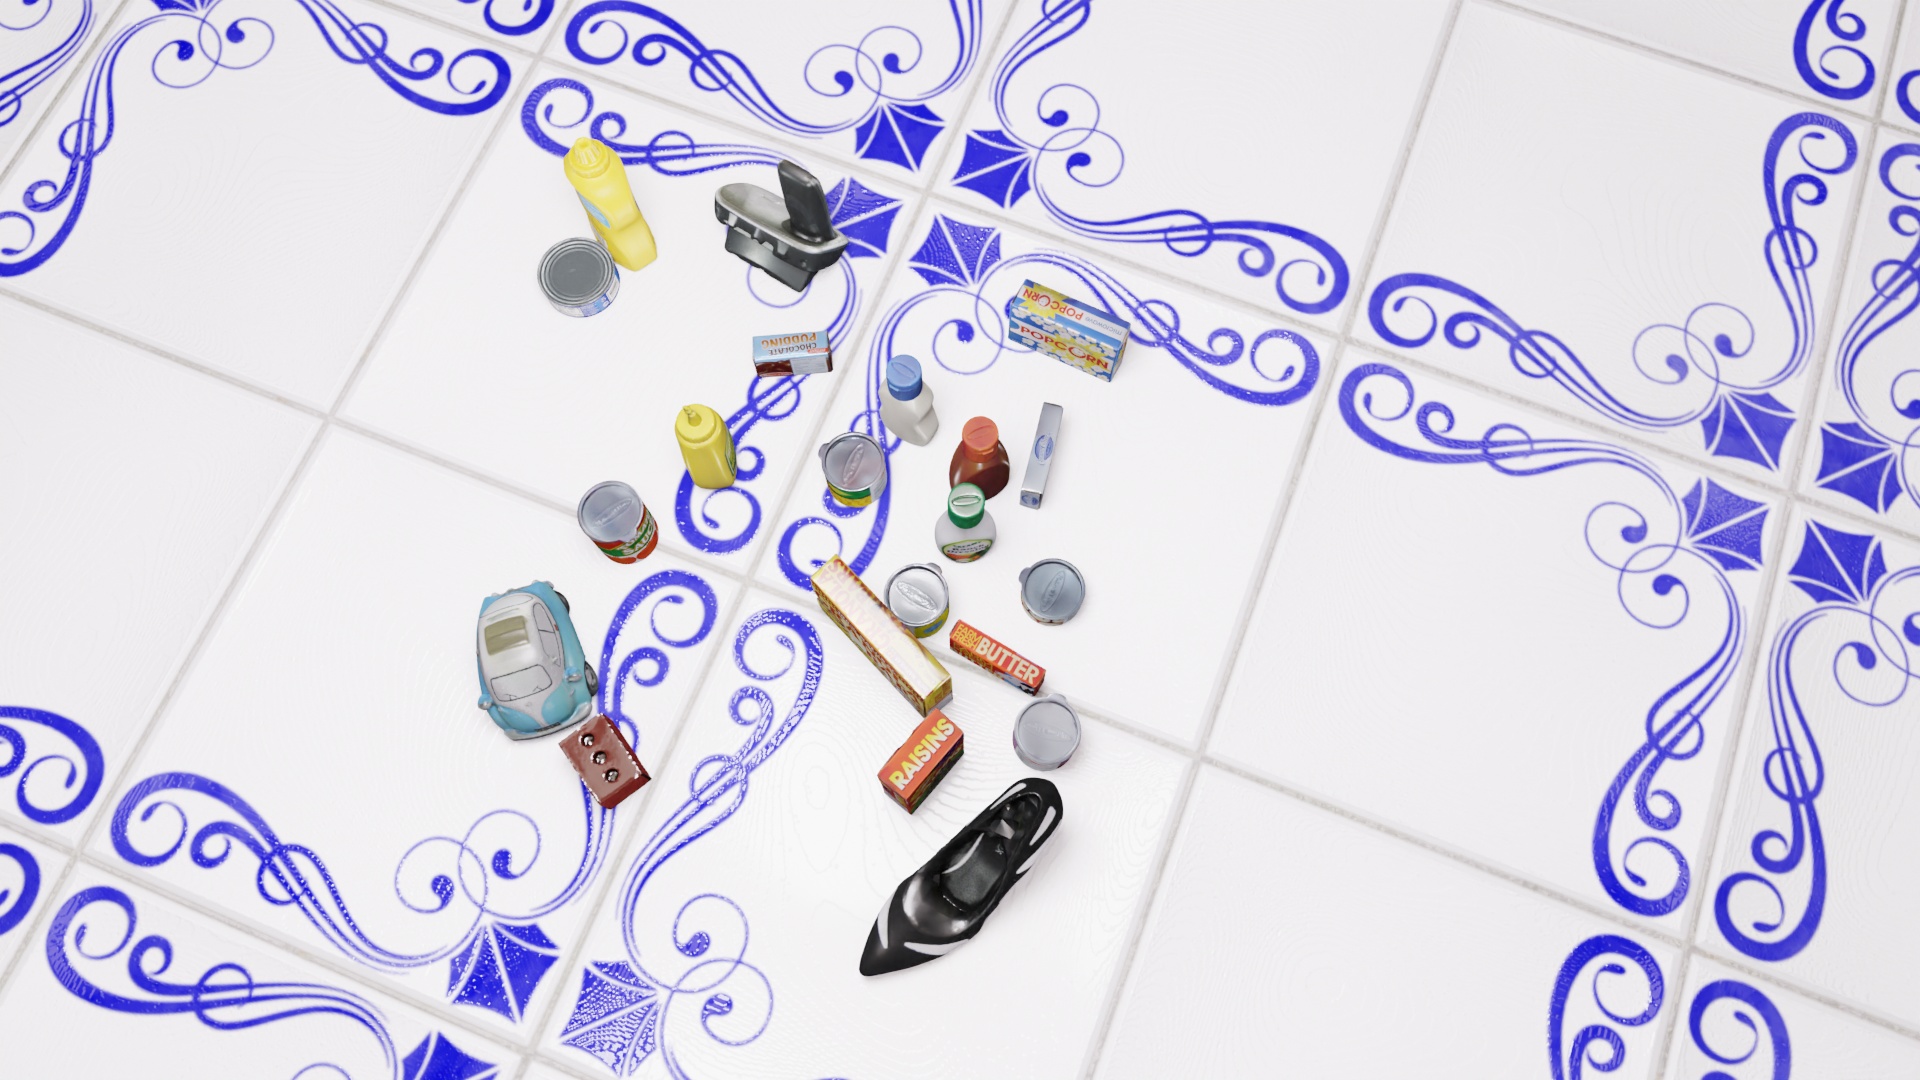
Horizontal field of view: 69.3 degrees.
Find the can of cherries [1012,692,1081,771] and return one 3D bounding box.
[{"bbox_3d":[0.086,0.191,1.381,0.071,0.058,0.071,0,72,0],"label":"can of cherries"}]

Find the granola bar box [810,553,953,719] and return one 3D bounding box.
[{"bbox_3d":[-0.077,0.099,1.376,0.039,0.124,0.166,-42,77,-12],"label":"granola bar box"}]

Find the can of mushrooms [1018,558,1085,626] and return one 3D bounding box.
[{"bbox_3d":[0.093,0.053,1.438,0.071,0.033,0.071,0,72,0],"label":"can of mushrooms"}]

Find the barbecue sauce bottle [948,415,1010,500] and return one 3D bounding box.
[{"bbox_3d":[0.020,-0.083,1.422,0.065,0.148,0.044,-22,74,-7],"label":"barbecue sauce bottle"}]

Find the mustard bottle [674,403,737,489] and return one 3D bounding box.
[{"bbox_3d":[-0.262,-0.102,1.421,0.049,0.159,0.065,-6,73,-2],"label":"mustard bottle"}]

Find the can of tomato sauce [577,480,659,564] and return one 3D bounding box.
[{"bbox_3d":[-0.350,-0.016,1.434,0.071,0.083,0.071,0,73,0],"label":"can of tomato sauce"}]

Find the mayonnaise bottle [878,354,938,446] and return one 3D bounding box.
[{"bbox_3d":[-0.055,-0.147,1.442,0.065,0.147,0.041,32,76,9],"label":"mayonnaise bottle"}]

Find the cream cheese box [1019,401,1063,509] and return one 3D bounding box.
[{"bbox_3d":[0.086,-0.089,1.473,0.024,0.053,0.104,13,73,4],"label":"cream cheese box"}]

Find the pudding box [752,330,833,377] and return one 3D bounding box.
[{"bbox_3d":[-0.183,-0.202,1.511,0.084,0.049,0.030,-5,73,-2],"label":"pudding box"}]

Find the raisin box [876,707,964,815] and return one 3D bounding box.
[{"bbox_3d":[-0.037,0.214,1.340,0.040,0.123,0.086,40,77,11],"label":"raisin box"}]

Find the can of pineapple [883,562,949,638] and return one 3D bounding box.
[{"bbox_3d":[-0.043,0.062,1.423,0.071,0.057,0.071,0,72,0],"label":"can of pineapple"}]

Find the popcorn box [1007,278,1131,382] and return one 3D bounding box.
[{"bbox_3d":[0.117,-0.226,1.501,0.127,0.085,0.038,25,74,7],"label":"popcorn box"}]

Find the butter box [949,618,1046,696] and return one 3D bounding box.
[{"bbox_3d":[0.037,0.120,1.407,0.103,0.053,0.024,30,75,9],"label":"butter box"}]

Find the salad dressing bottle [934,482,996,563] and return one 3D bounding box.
[{"bbox_3d":[0.005,-0.018,1.401,0.064,0.147,0.044,-7,73,-2],"label":"salad dressing bottle"}]

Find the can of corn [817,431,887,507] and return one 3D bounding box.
[{"bbox_3d":[-0.114,-0.075,1.466,0.071,0.058,0.071,0,72,0],"label":"can of corn"}]
